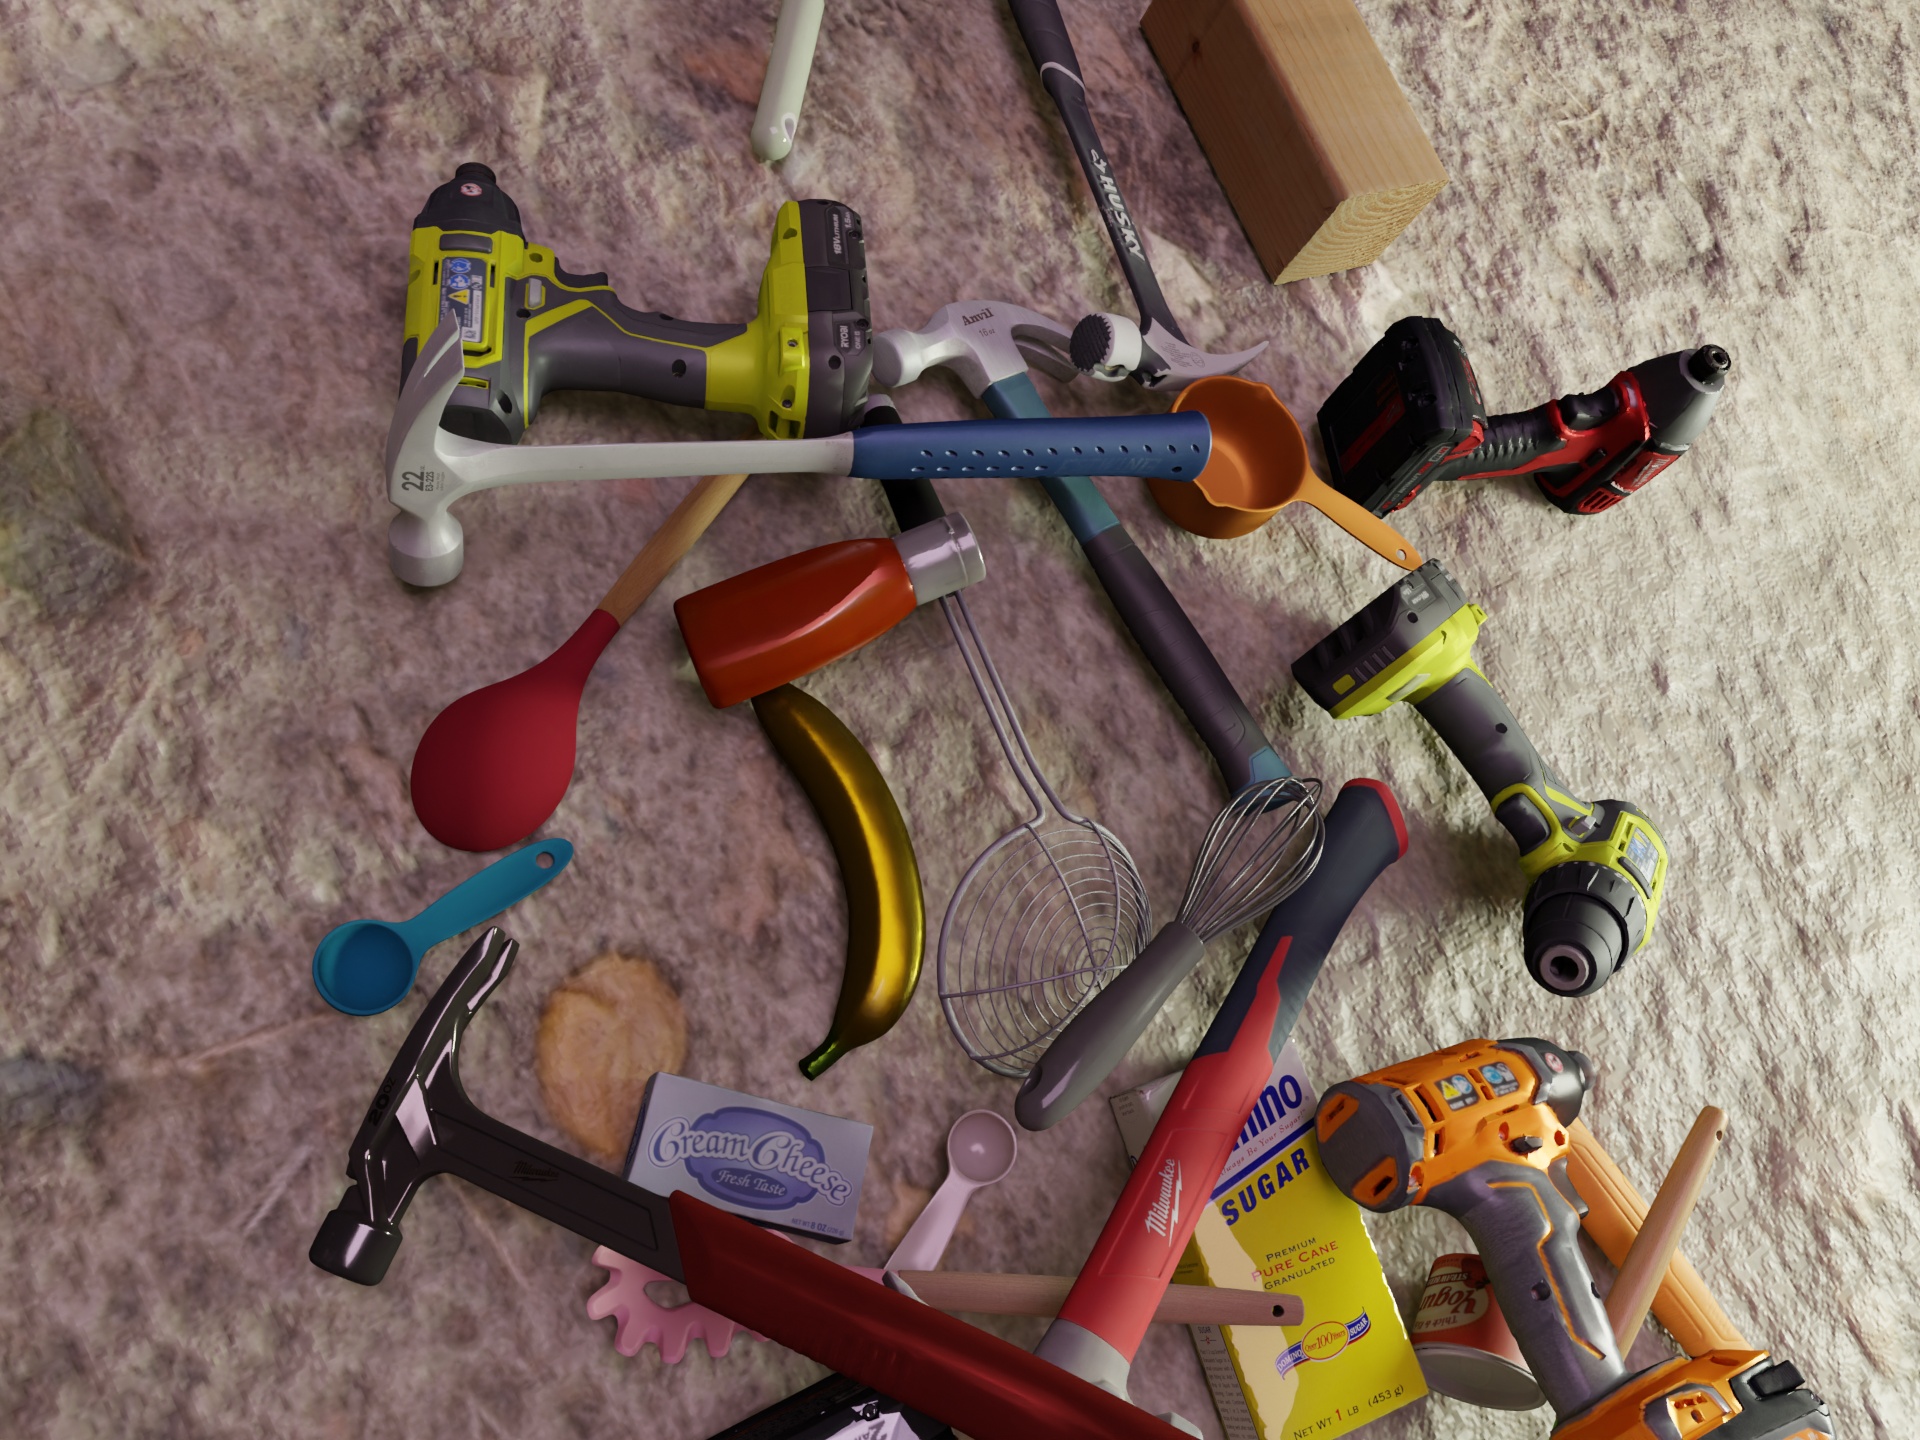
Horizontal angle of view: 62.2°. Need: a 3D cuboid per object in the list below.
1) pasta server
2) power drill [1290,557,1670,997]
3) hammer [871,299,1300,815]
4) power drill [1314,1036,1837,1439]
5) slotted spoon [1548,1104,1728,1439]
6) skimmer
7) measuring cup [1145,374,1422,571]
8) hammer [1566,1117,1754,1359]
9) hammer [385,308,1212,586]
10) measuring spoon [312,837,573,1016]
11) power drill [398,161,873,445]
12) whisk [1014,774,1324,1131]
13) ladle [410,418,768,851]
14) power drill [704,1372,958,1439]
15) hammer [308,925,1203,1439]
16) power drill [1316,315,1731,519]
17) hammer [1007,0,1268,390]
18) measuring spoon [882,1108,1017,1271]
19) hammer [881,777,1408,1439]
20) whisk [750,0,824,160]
[{"bbox_3d":[0.000,0.250,0.691,0.316,0.040,0.060,6,79,-8],"label":"pasta server"},{"bbox_3d":[0.283,0.033,0.848,0.228,0.080,0.190,53,31,7],"label":"power drill"},{"bbox_3d":[0.084,-0.090,0.874,0.128,0.033,0.331,-29,84,-36],"label":"hammer"},{"bbox_3d":[0.285,0.249,0.734,0.164,0.084,0.227,-9,53,-31],"label":"power drill"},{"bbox_3d":[0.311,0.325,0.782,0.070,0.031,0.314,45,68,-25],"label":"slotted spoon"},{"bbox_3d":[-0.001,-0.003,0.816,0.127,0.090,0.364,-3,60,-35],"label":"skimmer"},{"bbox_3d":[0.185,-0.126,0.923,0.173,0.052,0.095,32,62,-8],"label":"measuring cup"},{"bbox_3d":[0.392,0.310,0.838,0.127,0.034,0.337,-36,85,-27],"label":"hammer"},{"bbox_3d":[-0.063,-0.131,0.766,0.405,0.144,0.035,-5,57,-21],"label":"hammer"},{"bbox_3d":[-0.227,0.089,0.708,0.128,0.021,0.042,-33,83,-37],"label":"measuring spoon"},{"bbox_3d":[-0.163,-0.209,0.804,0.223,0.080,0.171,1,62,-13],"label":"power drill"},{"bbox_3d":[0.100,0.102,0.738,0.055,0.055,0.239,47,59,2],"label":"whisk"},{"bbox_3d":[-0.159,-0.067,0.787,0.069,0.031,0.315,34,60,-3],"label":"ladle"},{"bbox_3d":[-0.050,0.393,0.620,0.185,0.084,0.226,-19,82,-24],"label":"power drill"},{"bbox_3d":[-0.072,0.212,0.625,0.359,0.036,0.149,20,70,13],"label":"hammer"},{"bbox_3d":[0.340,-0.179,0.950,0.219,0.143,0.079,-2,68,-19],"label":"power drill"},{"bbox_3d":[0.073,-0.375,0.975,0.149,0.036,0.409,0,65,-41],"label":"hammer"},{"bbox_3d":[-0.016,0.235,0.731,0.034,0.018,0.124,36,69,-4],"label":"measuring spoon"},{"bbox_3d":[0.114,0.155,0.748,0.143,0.038,0.386,31,52,9],"label":"hammer"},{"bbox_3d":[-0.093,-0.435,0.947,0.059,0.057,0.246,2,68,17],"label":"whisk"}]
